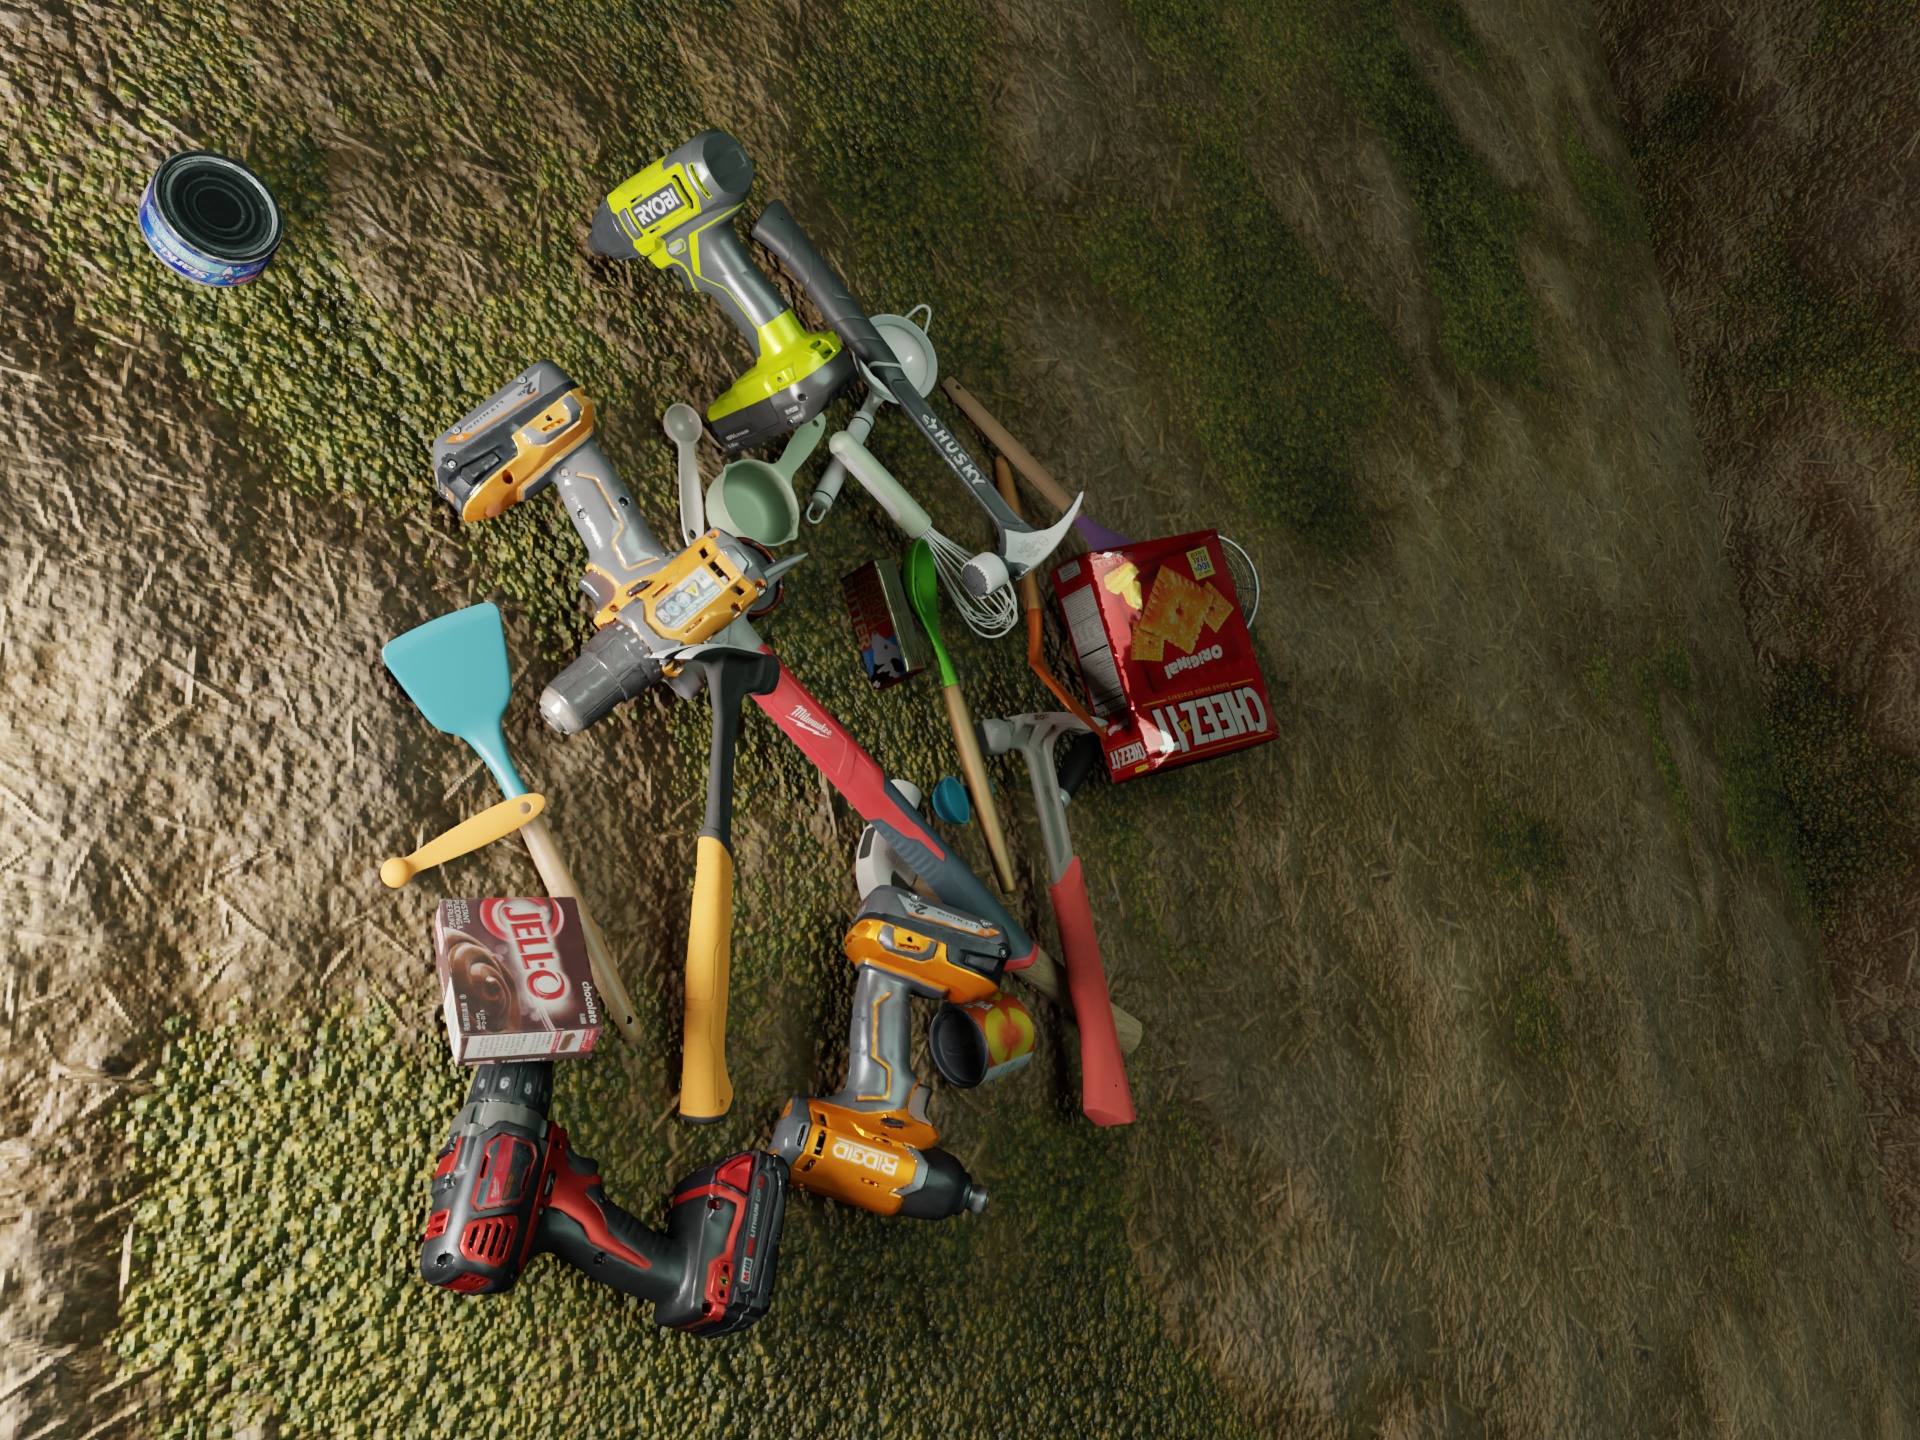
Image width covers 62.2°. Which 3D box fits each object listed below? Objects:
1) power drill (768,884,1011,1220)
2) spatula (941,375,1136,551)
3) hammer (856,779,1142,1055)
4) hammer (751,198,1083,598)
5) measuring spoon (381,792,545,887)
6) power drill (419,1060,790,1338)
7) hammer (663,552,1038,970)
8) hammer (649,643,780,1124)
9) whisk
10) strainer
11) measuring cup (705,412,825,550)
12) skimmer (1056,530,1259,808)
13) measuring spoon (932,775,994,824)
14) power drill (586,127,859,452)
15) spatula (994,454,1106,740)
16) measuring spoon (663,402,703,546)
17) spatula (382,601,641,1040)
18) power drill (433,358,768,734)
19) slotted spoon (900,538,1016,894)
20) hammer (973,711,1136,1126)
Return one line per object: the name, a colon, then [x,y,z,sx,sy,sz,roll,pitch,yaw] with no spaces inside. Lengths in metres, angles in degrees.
power drill: [-0.035,0.255,1.191,0.164,0.084,0.227,21,64,-8]
spatula: [0.098,-0.218,1.549,0.316,0.018,0.060,45,58,-6]
hammer: [0.038,0.194,1.358,0.331,0.031,0.130,40,50,-25]
hammer: [-0.050,-0.299,1.405,0.149,0.036,0.409,-33,83,-34]
measuring spoon: [-0.327,0.078,1.054,0.117,0.011,0.021,-29,100,-26]
power drill: [-0.228,0.295,1.041,0.226,0.080,0.188,27,50,-28]
hammer: [-0.057,0.048,1.252,0.143,0.038,0.386,-46,108,-13]
hammer: [-0.176,0.114,1.117,0.127,0.034,0.337,6,86,-67]
whisk: [-0.031,-0.164,1.412,0.246,0.058,0.059,45,68,-25]
strainer: [-0.087,-0.274,1.426,0.086,0.050,0.259,34,58,-19]
measuring cup: [-0.158,-0.203,1.334,0.083,0.038,0.168,45,47,-21]
skimmer: [0.184,-0.048,1.547,0.127,0.090,0.363,44,49,-9]
measuring spoon: [0.002,0.066,1.365,0.042,0.021,0.128,69,18,2]
power drill: [-0.195,-0.337,1.273,0.223,0.171,0.080,59,45,-20]
spatula: [0.072,-0.122,1.468,0.081,0.041,0.323,37,35,-51]
measuring spoon: [-0.224,-0.195,1.288,0.034,0.018,0.124,1,80,-43]
spatula: [-0.291,0.078,1.091,0.082,0.044,0.317,-27,94,-24]
power drill: [-0.275,-0.117,1.125,0.185,0.084,0.226,-44,94,-19]
slotted spoon: [-0.002,-0.004,1.353,0.070,0.031,0.314,21,52,-72]
hammer: [0.104,0.168,1.382,0.149,0.037,0.359,-1,74,-42]
